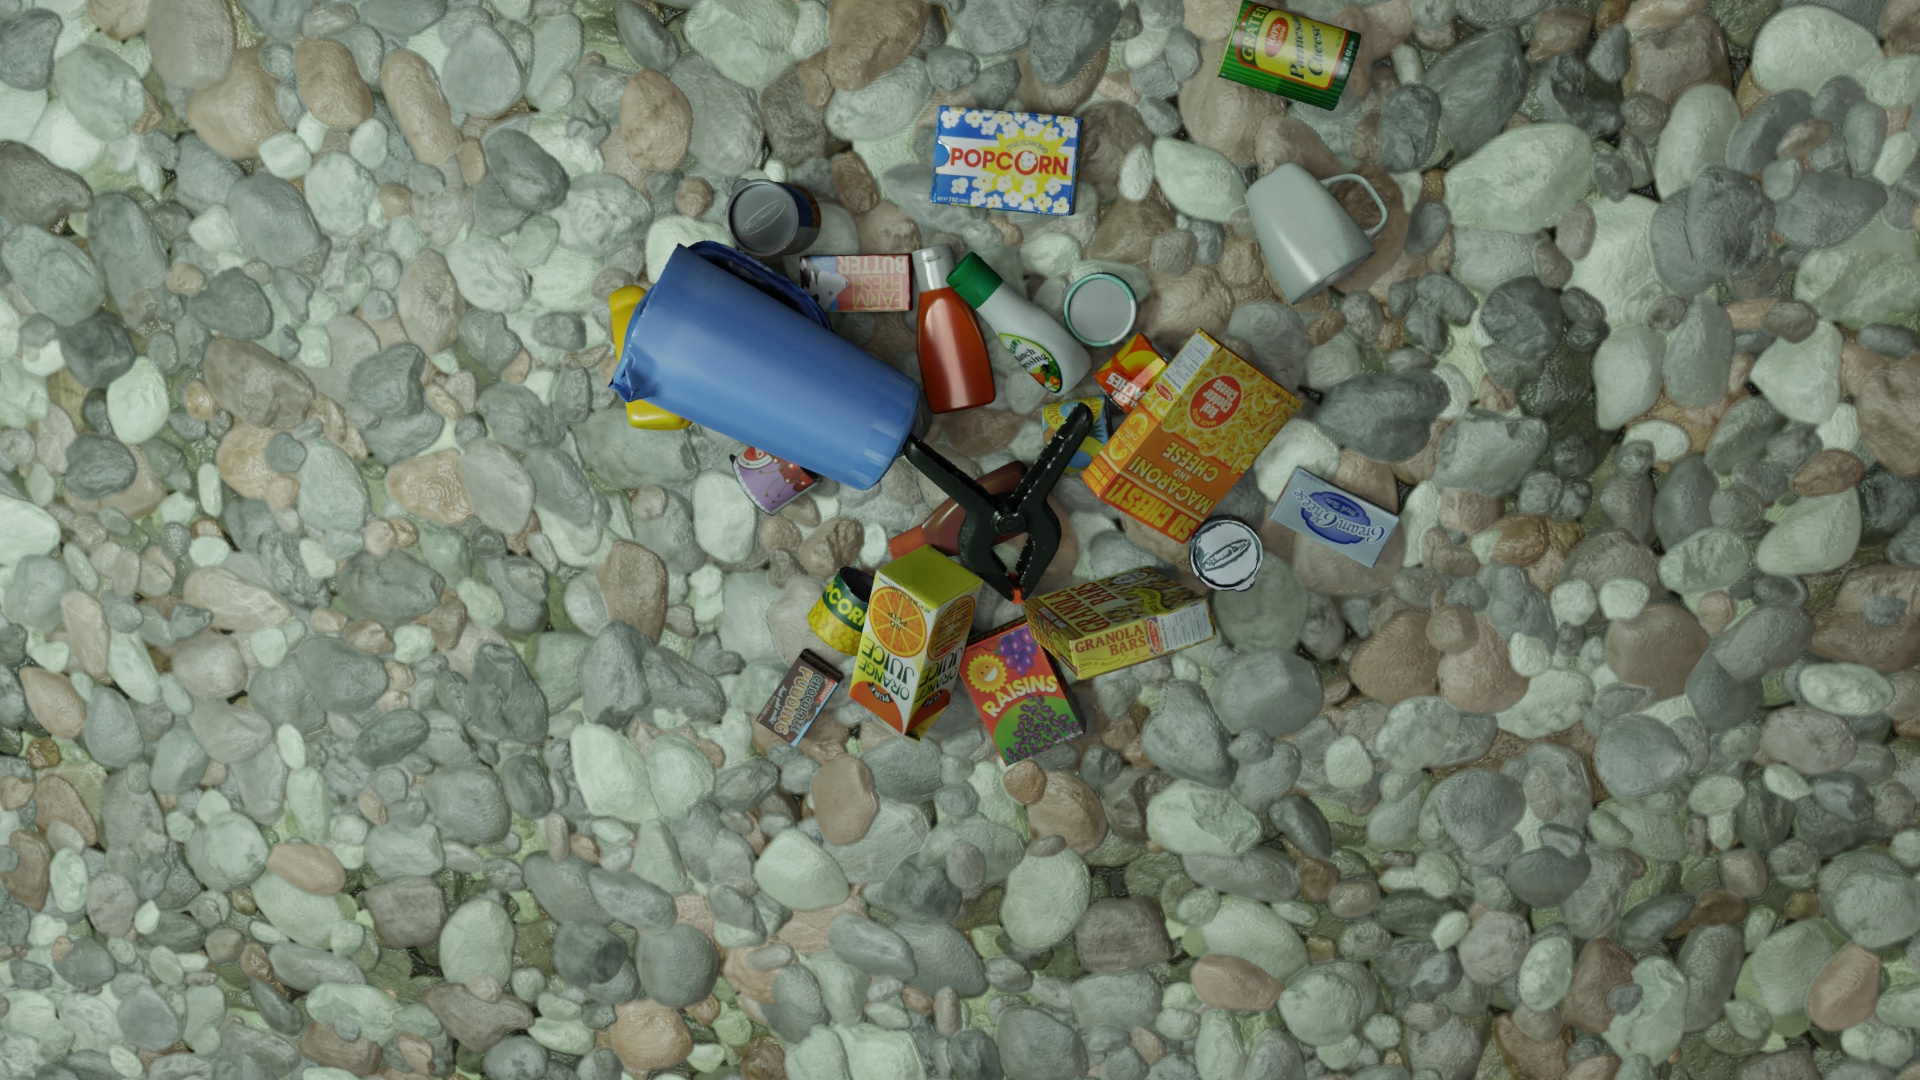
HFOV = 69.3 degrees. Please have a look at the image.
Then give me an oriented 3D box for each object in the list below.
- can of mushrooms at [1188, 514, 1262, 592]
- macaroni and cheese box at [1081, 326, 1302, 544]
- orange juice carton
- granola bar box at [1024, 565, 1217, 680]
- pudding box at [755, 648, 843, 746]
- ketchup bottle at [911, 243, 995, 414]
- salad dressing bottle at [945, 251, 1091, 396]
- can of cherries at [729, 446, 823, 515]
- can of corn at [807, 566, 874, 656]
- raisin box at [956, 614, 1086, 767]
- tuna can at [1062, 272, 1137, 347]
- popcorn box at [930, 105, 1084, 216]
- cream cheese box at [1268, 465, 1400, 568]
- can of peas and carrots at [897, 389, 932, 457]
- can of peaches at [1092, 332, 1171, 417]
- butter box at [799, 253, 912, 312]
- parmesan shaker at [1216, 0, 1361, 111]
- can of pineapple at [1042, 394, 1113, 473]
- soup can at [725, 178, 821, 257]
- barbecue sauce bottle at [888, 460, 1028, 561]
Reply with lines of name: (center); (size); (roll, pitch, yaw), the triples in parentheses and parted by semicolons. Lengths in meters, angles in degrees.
can of mushrooms: (0.244, 0.013, 1.275); (0.071, 0.033, 0.071); (2, 102, 8)
macaroni and cheese box: (0.203, -0.089, 1.224); (0.123, 0.040, 0.166); (26, 109, -38)
orange juice carton: (-0.046, 0.108, 1.292); (0.072, 0.073, 0.191); (32, 126, 25)
granola bar box: (0.136, 0.070, 1.220); (0.124, 0.166, 0.039); (-16, 101, -8)
pudding box: (-0.158, 0.155, 1.366); (0.049, 0.030, 0.083); (35, 105, -1)
ketchup bottle: (-0.012, -0.192, 1.263); (0.065, 0.043, 0.148); (-11, 100, 2)
salad dressing bottle: (0.051, -0.194, 1.237); (0.147, 0.064, 0.044); (43, 69, -12)
can of cherries: (-0.172, -0.068, 1.301); (0.058, 0.072, 0.071); (-33, 96, 14)
can of corn: (-0.104, 0.068, 1.318); (0.071, 0.071, 0.058); (37, 106, -1)
raisin box: (0.056, 0.142, 1.327); (0.086, 0.040, 0.123); (-24, 97, 13)
tuna can: (0.123, -0.208, 1.246); (0.071, 0.033, 0.071); (2, 102, 8)
popcorn box: (0.042, -0.335, 1.228); (0.127, 0.038, 0.085); (7, 104, 7)
cream cheese box: (0.339, -0.022, 1.258); (0.104, 0.024, 0.053); (26, 105, 2)
can of peas and carrots: (-0.065, -0.112, 1.281); (0.071, 0.059, 0.070); (2, 102, 9)
can of peaches: (0.161, -0.143, 1.235); (0.058, 0.071, 0.071); (-43, 93, 14)
butter box: (-0.095, -0.237, 1.276); (0.103, 0.024, 0.053); (0, 103, 9)
parmesan shaker: (0.276, -0.410, 1.164); (0.103, 0.071, 0.071); (18, 104, 4)
can of pineapple: (0.107, -0.096, 1.254); (0.058, 0.071, 0.071); (-8, 101, 10)
soup can: (-0.168, -0.291, 1.245); (0.071, 0.084, 0.071); (2, 102, 8)
barbecue sauce bottle: (0.005, -0.016, 1.298); (0.148, 0.044, 0.064); (-26, 111, 14)
